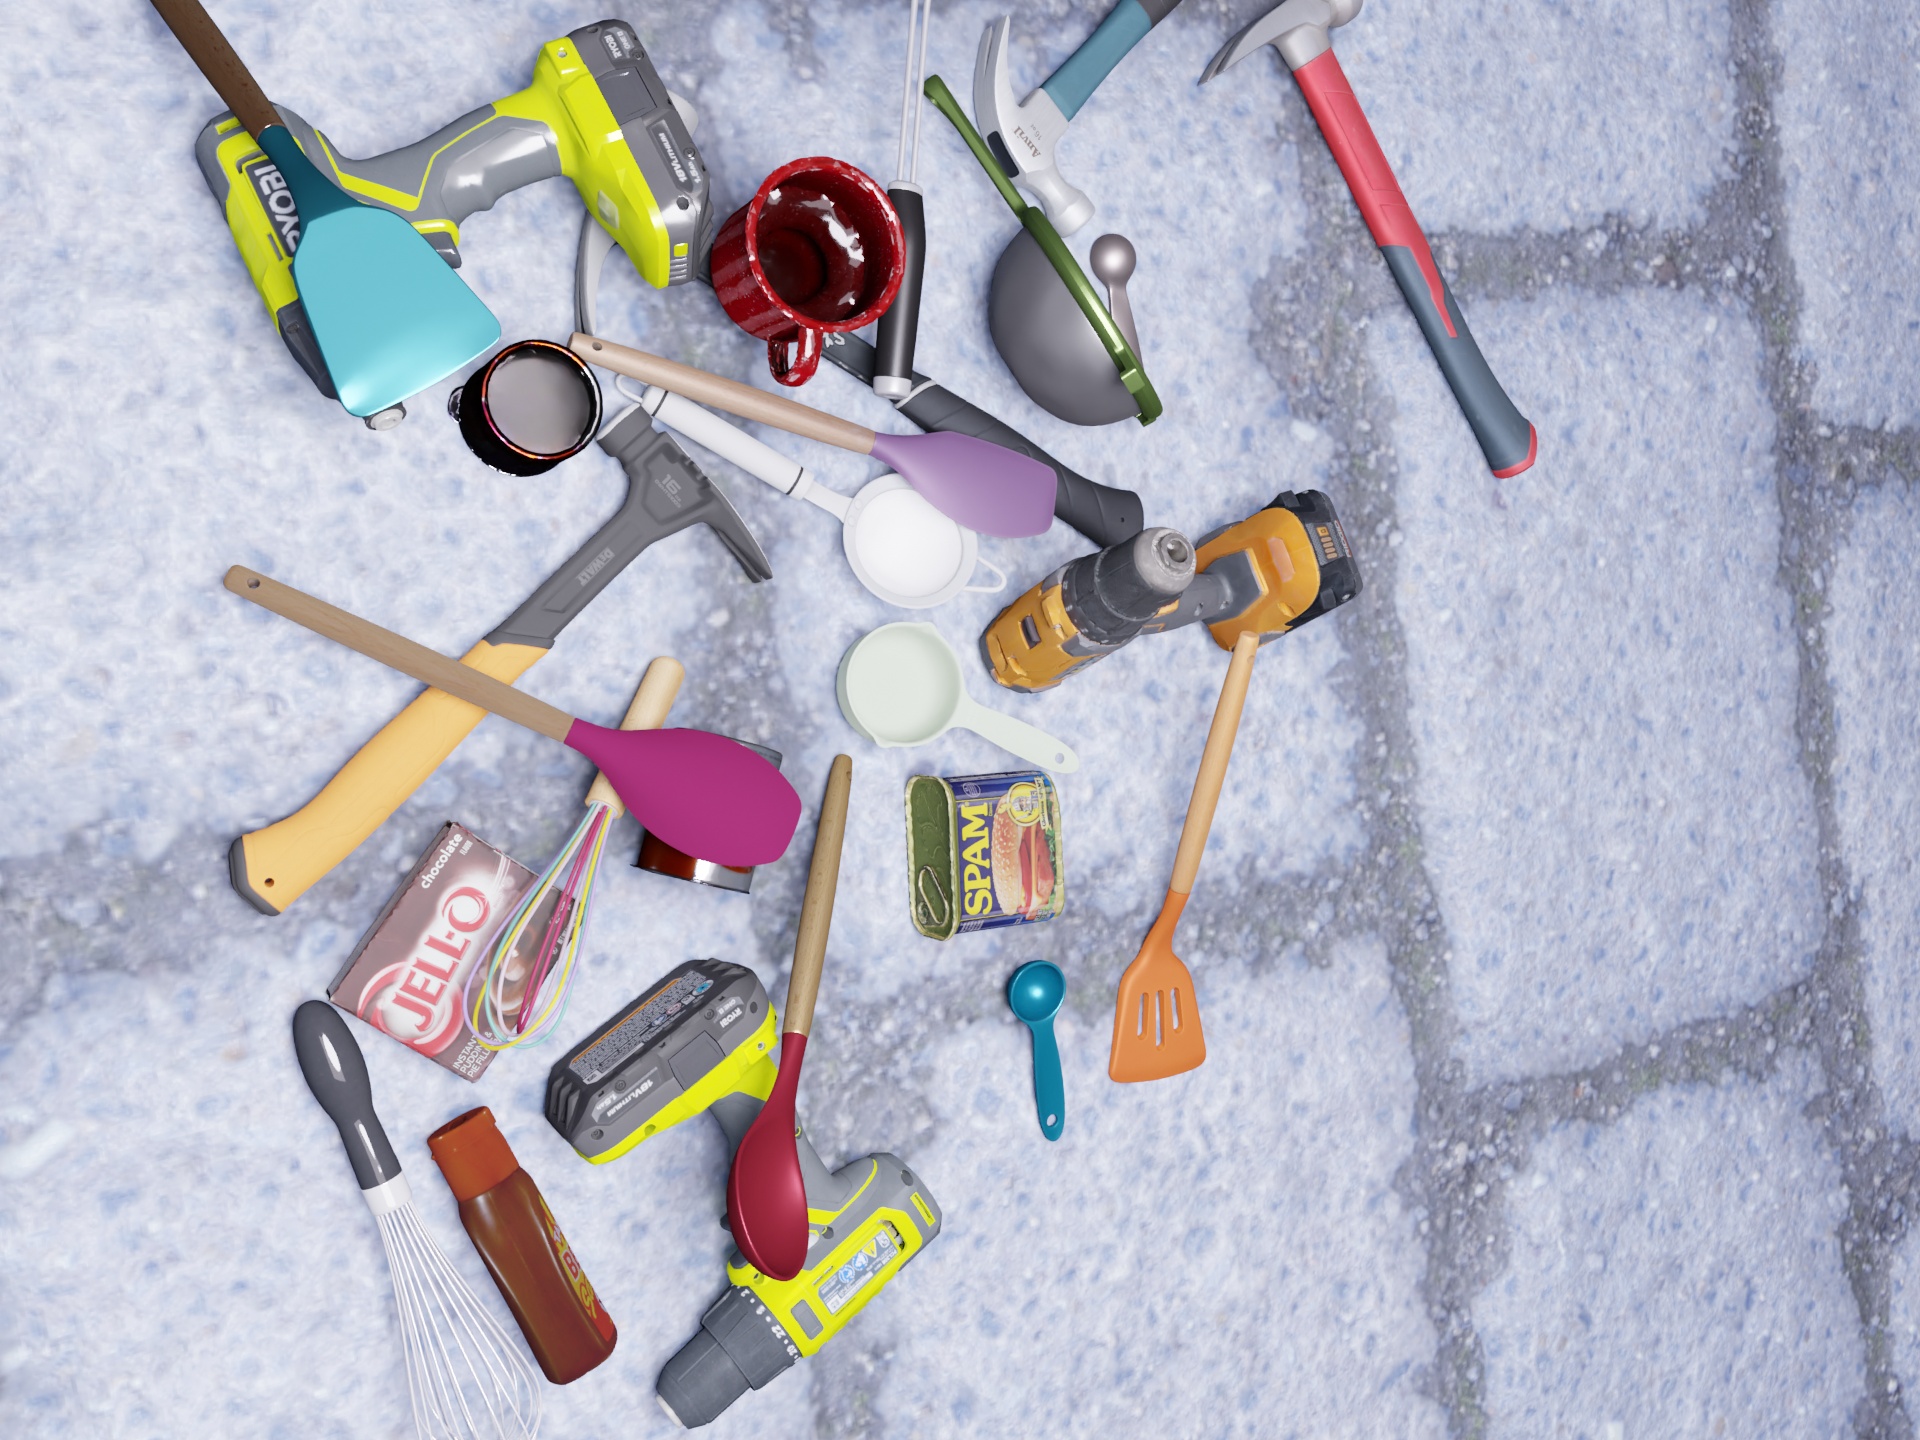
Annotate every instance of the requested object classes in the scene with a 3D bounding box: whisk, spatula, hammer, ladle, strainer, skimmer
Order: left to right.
[{"bbox_3d":[-0.340,-0.289,0.761,0.082,0.044,0.318,-34,78,-12],"label":"spatula"},{"bbox_3d":[-0.293,0.279,0.843,0.070,0.070,0.284,-23,96,-26],"label":"whisk"},{"bbox_3d":[-0.253,-0.020,0.869,0.337,0.034,0.127,-48,109,-19],"label":"hammer"},{"bbox_3d":[-0.198,0.067,0.858,0.051,0.047,0.245,33,56,-22],"label":"whisk"},{"bbox_3d":[-0.088,0.152,0.889,0.069,0.031,0.316,51,37,-45],"label":"ladle"},{"bbox_3d":[-0.089,-0.138,0.951,0.258,0.050,0.087,29,68,-19],"label":"strainer"},{"bbox_3d":[-0.076,-0.168,0.932,0.315,0.018,0.060,15,75,-27],"label":"spatula"},{"bbox_3d":[-0.046,-0.206,0.975,0.408,0.036,0.149,29,79,-25],"label":"hammer"},{"bbox_3d":[-0.044,-0.373,0.952,0.127,0.090,0.363,3,93,-38],"label":"skimmer"},{"bbox_3d":[0.030,-0.281,0.991,0.069,0.151,0.256,-34,87,9],"label":"strainer"},{"bbox_3d":[0.126,-0.479,1.064,0.128,0.033,0.331,46,71,-22],"label":"hammer"},{"bbox_3d":[0.155,0.094,1.043,0.081,0.041,0.322,-3,118,-28],"label":"spatula"},{"bbox_3d":[0.315,-0.338,1.162,0.143,0.038,0.386,-39,108,-21],"label":"hammer"}]

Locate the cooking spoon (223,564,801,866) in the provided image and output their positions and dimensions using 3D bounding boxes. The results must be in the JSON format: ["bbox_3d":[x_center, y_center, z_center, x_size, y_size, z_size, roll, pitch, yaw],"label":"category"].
[{"bbox_3d":[-0.231,-0.006,0.839,0.318,0.017,0.069,26,71,-13],"label":"cooking spoon"}]

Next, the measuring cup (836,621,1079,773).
[{"bbox_3d":[-0.002,-0.003,0.992,0.167,0.038,0.083,25,78,-21],"label":"measuring cup"}]

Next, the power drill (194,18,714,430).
[{"bbox_3d":[-0.247,-0.255,0.813,0.223,0.080,0.171,-26,82,-16],"label":"power drill"}]

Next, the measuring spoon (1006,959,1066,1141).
[{"bbox_3d":[0.051,0.216,1.045,0.042,0.021,0.128,-14,106,-26],"label":"measuring spoon"}]

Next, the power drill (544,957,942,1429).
[{"bbox_3d":[-0.135,0.272,0.911,0.190,0.080,0.228,-38,110,-23],"label":"power drill"}]

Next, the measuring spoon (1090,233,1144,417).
[{"bbox_3d":[0.113,-0.265,1.067,0.034,0.018,0.124,-15,98,-27],"label":"measuring spoon"}]

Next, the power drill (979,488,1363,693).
[{"bbox_3d":[0.145,-0.085,0.995,0.226,0.185,0.084,-14,81,-30],"label":"power drill"}]
